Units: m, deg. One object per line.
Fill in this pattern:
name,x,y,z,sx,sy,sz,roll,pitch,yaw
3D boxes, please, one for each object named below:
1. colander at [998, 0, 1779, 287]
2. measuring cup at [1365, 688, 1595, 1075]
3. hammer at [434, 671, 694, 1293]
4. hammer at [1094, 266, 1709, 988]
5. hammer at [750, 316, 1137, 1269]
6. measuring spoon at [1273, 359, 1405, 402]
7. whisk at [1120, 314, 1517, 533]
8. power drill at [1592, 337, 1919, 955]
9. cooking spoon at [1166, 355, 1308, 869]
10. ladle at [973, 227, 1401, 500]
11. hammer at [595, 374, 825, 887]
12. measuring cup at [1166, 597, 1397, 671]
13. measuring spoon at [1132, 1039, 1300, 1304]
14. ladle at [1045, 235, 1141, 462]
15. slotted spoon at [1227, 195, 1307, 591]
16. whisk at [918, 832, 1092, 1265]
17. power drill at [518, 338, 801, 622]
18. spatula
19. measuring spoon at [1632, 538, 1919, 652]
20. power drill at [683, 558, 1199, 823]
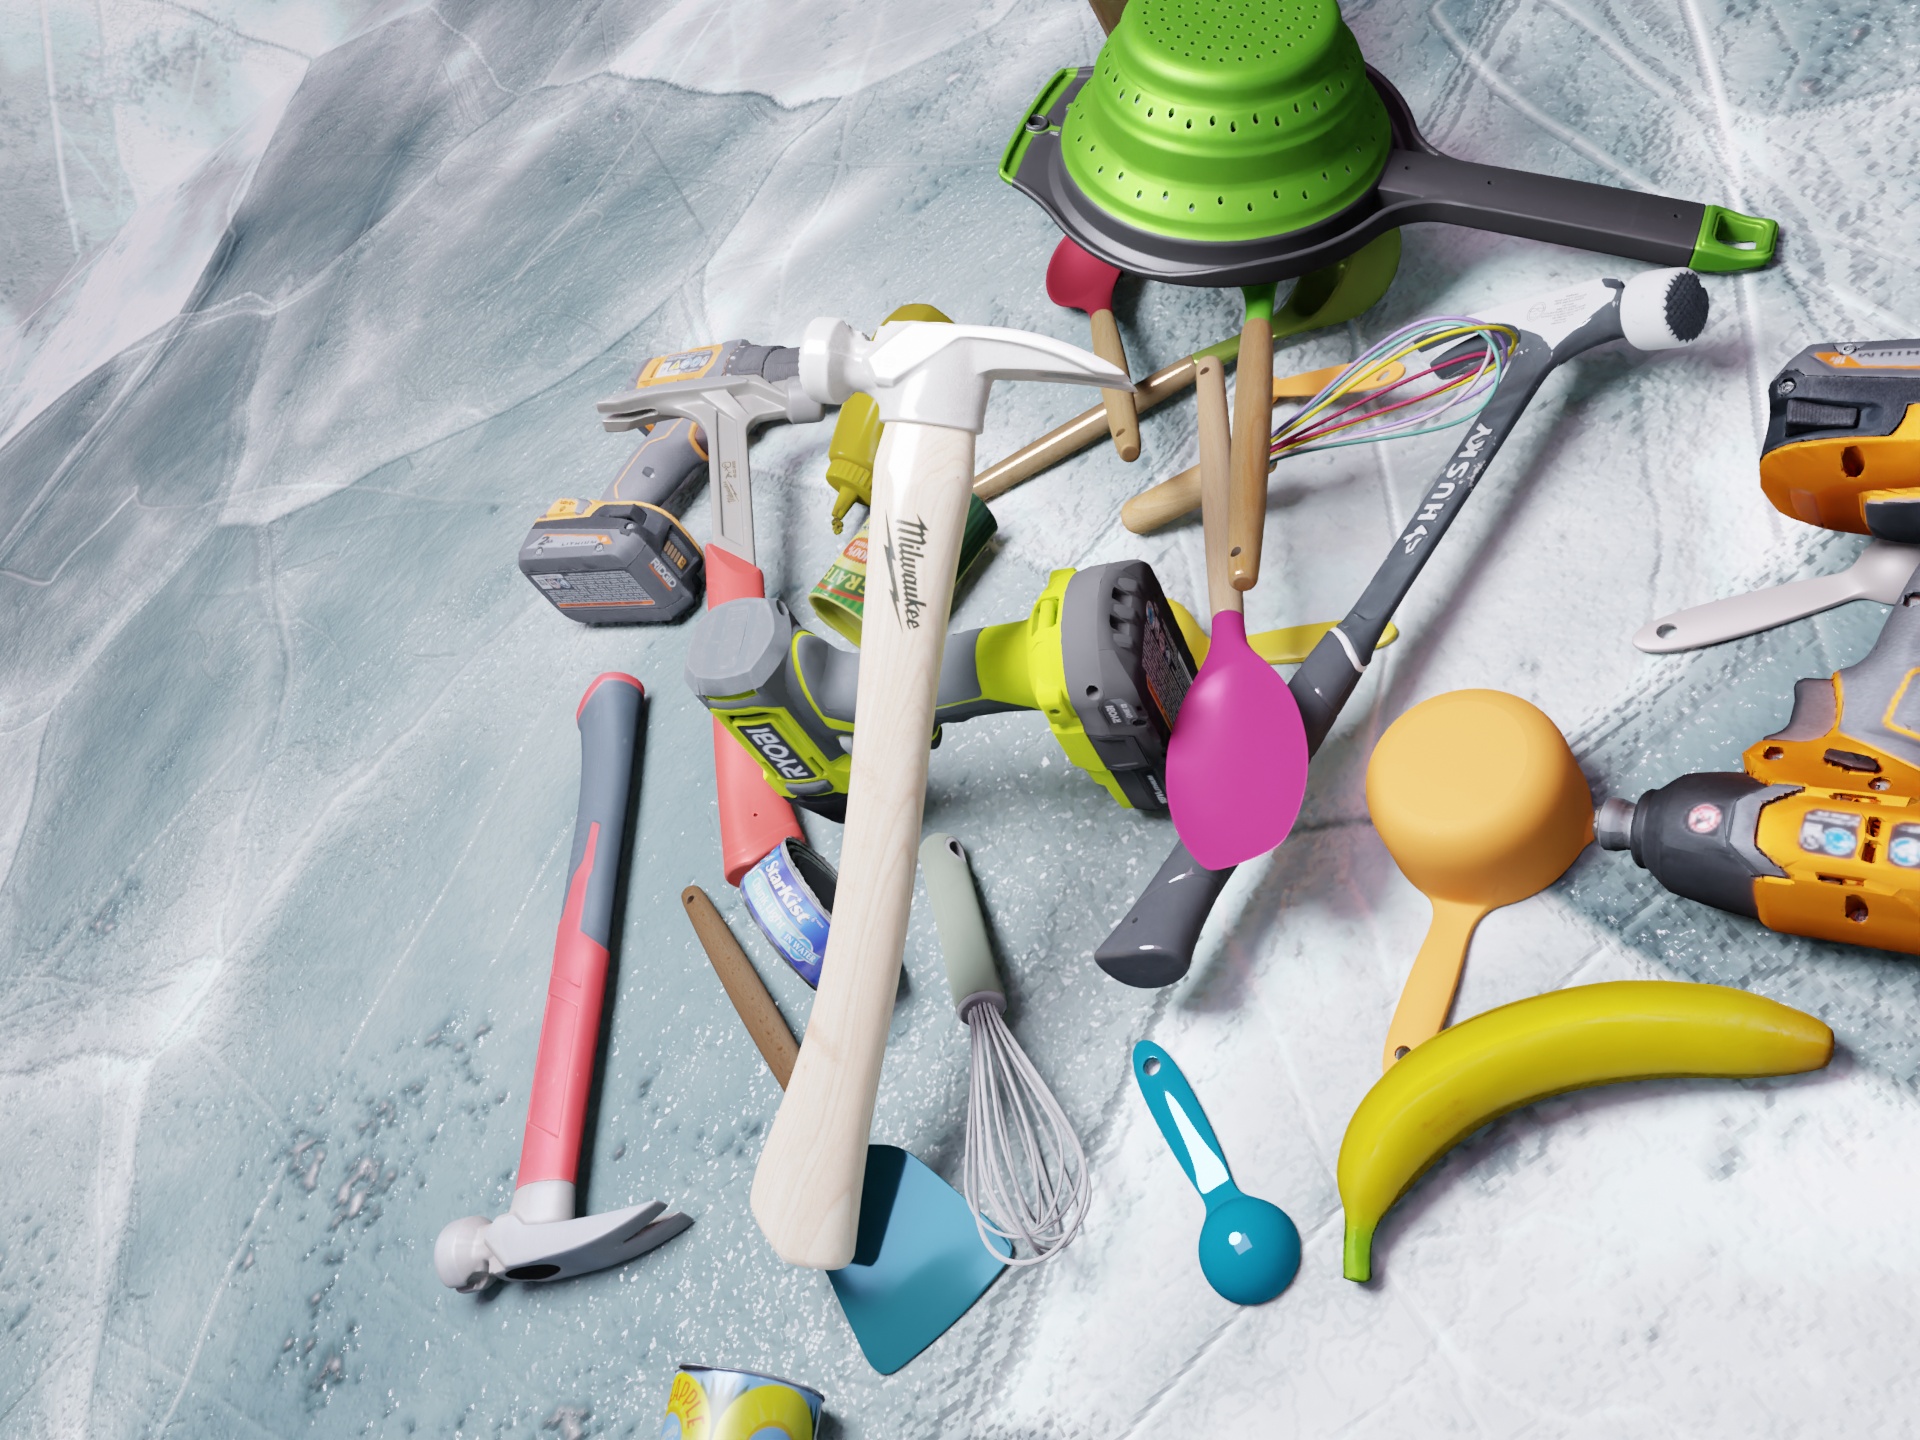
colander,0.214,-0.306,0.808,0.397,0.094,0.205,17,59,17
measuring cup,0.200,0.064,0.658,0.095,0.052,0.174,7,60,39
hammer,-0.205,0.123,0.917,0.143,0.038,0.387,-19,48,21
hammer,0.185,-0.049,0.738,0.409,0.036,0.149,-54,28,-13
hammer,-0.024,0.034,0.690,0.146,0.038,0.410,9,91,17
measuring spoon,0.198,-0.180,0.859,0.021,0.011,0.117,-55,27,-13
whisk,0.174,-0.142,0.809,0.047,0.051,0.245,-29,4,-41
power drill,0.339,-0.027,0.597,0.164,0.084,0.226,7,73,39
cooking spoon,0.126,-0.066,0.751,0.069,0.017,0.319,-25,44,31
ladle,0.110,-0.205,0.934,0.320,0.062,0.078,-27,31,20
hammer,-0.145,-0.066,0.968,0.149,0.036,0.359,-7,60,-1
measuring cup,0.139,-0.043,0.803,0.156,0.029,0.062,-6,54,31
measuring spoon,0.098,0.181,0.663,0.042,0.021,0.129,-35,45,8
ladle,0.086,-0.228,0.941,0.069,0.031,0.316,-37,28,23
slotted spoon,0.151,-0.184,0.807,0.070,0.031,0.314,-23,41,37
whisk,0.011,0.141,0.742,0.059,0.057,0.247,-38,38,17
power drill,-0.188,-0.178,1.114,0.185,0.084,0.226,1,54,34
spatula,-0.083,0.177,0.800,0.082,0.044,0.318,-44,39,1
measuring spoon,0.346,-0.053,0.669,0.124,0.018,0.034,-17,49,24
power drill,-0.001,-0.003,0.787,0.223,0.171,0.080,-6,56,22
